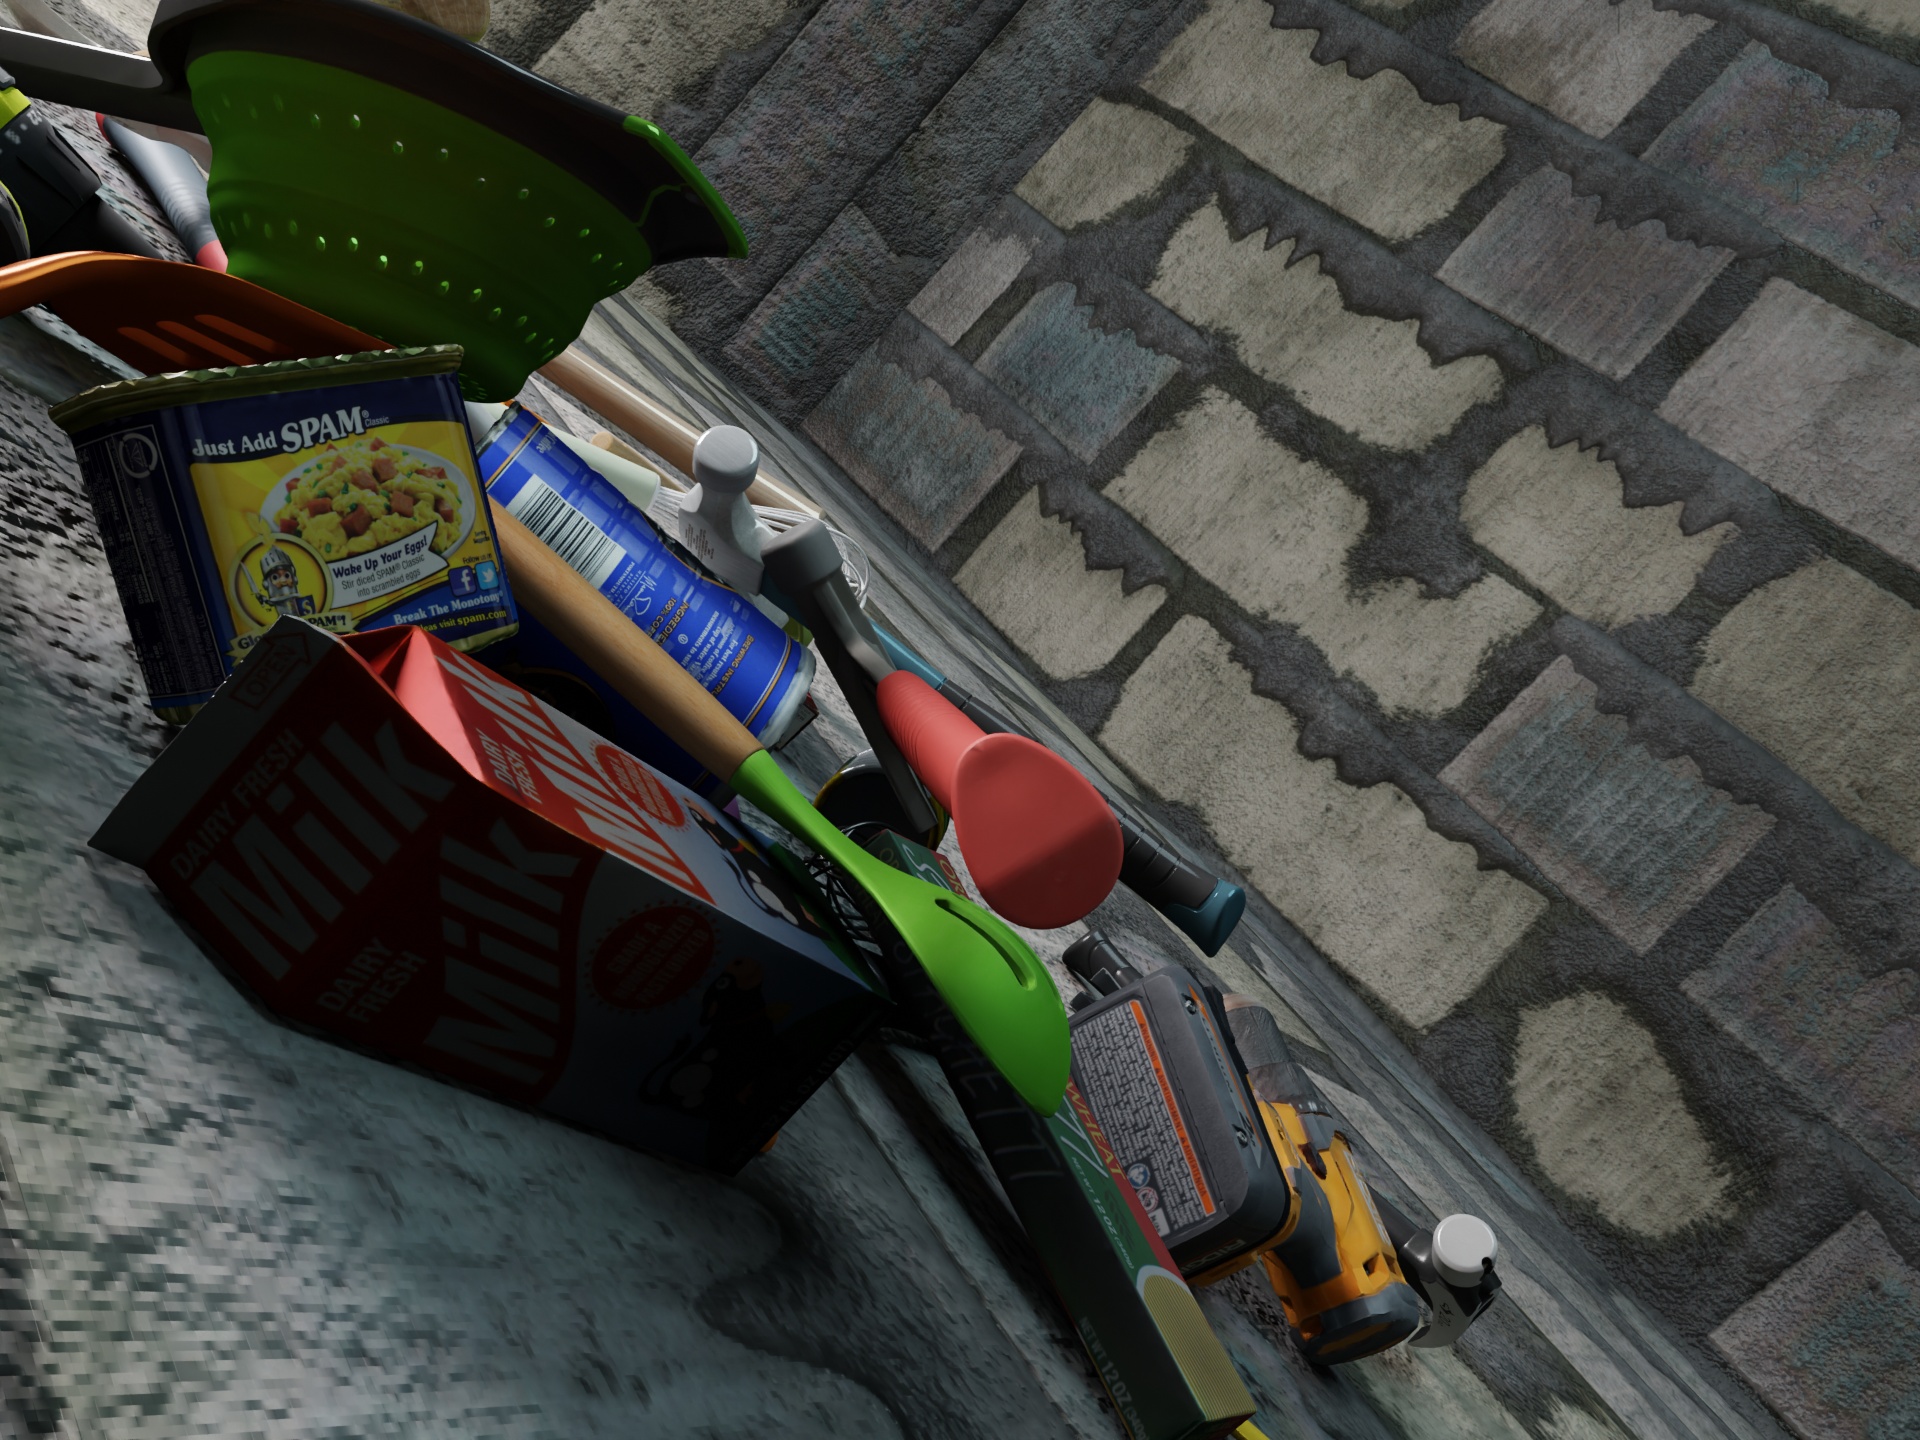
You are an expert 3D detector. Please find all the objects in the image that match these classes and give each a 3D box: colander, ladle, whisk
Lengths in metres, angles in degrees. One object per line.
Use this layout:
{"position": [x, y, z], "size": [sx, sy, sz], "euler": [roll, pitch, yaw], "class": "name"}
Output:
{"position": [-0.286, -0.204, 0.623], "size": [0.397, 0.094, 0.204], "euler": [16, -4, 13], "class": "colander"}
{"position": [-0.157, -0.104, 0.972], "size": [0.078, 0.062, 0.320], "euler": [44, 1, 17], "class": "ladle"}
{"position": [-0.153, -0.111, 0.814], "size": [0.246, 0.057, 0.059], "euler": [22, 42, -26], "class": "whisk"}
{"position": [-0.014, 0.095, 0.773], "size": [0.055, 0.055, 0.238], "euler": [47, 3, 28], "class": "whisk"}

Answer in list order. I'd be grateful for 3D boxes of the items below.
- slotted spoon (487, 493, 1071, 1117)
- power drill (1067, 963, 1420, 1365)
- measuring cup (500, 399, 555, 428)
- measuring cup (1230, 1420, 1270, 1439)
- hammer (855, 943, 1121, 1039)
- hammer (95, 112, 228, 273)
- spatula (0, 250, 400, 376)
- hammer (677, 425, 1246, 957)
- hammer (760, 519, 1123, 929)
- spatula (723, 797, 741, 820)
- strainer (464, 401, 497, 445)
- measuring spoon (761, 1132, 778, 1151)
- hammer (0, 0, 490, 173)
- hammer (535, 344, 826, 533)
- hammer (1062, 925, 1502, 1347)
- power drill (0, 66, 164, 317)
{"position": [-0.081, -0.003, 0.467], "size": [0.314, 0.031, 0.070], "euler": [41, 3, 12], "class": "slotted spoon"}
{"position": [0.122, 0.185, 0.729], "size": [0.226, 0.084, 0.186], "euler": [39, 25, -48], "class": "power drill"}
{"position": [-0.201, -0.096, 0.853], "size": [0.174, 0.052, 0.095], "euler": [47, 7, 11], "class": "measuring cup"}
{"position": [0.123, 0.283, 0.542], "size": [0.157, 0.029, 0.062], "euler": [34, -1, 40], "class": "measuring cup"}
{"position": [0.040, 0.154, 0.779], "size": [0.149, 0.036, 0.408], "euler": [46, 7, 33], "class": "hammer"}
{"position": [-0.338, -0.205, 0.772], "size": [0.387, 0.038, 0.143], "euler": [48, 7, 36], "class": "hammer"}
{"position": [-0.240, -0.077, 0.338], "size": [0.323, 0.081, 0.041], "euler": [-53, 137, -68], "class": "spatula"}
{"position": [-0.001, -0.002, 0.755], "size": [0.331, 0.033, 0.128], "euler": [38, -28, 6], "class": "hammer"}
{"position": [-0.008, 0.011, 0.545], "size": [0.149, 0.036, 0.359], "euler": [61, -5, -14], "class": "hammer"}
{"position": [-0.097, 0.059, 0.615], "size": [0.059, 0.018, 0.316], "euler": [39, 5, -22], "class": "spatula"}
{"position": [-0.194, -0.102, 0.763], "size": [0.087, 0.050, 0.258], "euler": [0, -44, 54], "class": "strainer"}
{"position": [-0.068, 0.107, 0.527], "size": [0.021, 0.011, 0.117], "euler": [42, 7, -16], "class": "measuring spoon"}
{"position": [-0.290, -0.270, 0.640], "size": [0.331, 0.031, 0.130], "euler": [13, -6, 43], "class": "hammer"}
{"position": [-0.257, -0.226, 0.936], "size": [0.410, 0.038, 0.146], "euler": [33, -10, -8], "class": "hammer"}
{"position": [0.178, 0.235, 0.954], "size": [0.335, 0.035, 0.146], "euler": [40, -23, 37], "class": "hammer"}
{"position": [-0.326, -0.171, 0.471], "size": [0.190, 0.080, 0.229], "euler": [46, 2, -32], "class": "power drill"}
